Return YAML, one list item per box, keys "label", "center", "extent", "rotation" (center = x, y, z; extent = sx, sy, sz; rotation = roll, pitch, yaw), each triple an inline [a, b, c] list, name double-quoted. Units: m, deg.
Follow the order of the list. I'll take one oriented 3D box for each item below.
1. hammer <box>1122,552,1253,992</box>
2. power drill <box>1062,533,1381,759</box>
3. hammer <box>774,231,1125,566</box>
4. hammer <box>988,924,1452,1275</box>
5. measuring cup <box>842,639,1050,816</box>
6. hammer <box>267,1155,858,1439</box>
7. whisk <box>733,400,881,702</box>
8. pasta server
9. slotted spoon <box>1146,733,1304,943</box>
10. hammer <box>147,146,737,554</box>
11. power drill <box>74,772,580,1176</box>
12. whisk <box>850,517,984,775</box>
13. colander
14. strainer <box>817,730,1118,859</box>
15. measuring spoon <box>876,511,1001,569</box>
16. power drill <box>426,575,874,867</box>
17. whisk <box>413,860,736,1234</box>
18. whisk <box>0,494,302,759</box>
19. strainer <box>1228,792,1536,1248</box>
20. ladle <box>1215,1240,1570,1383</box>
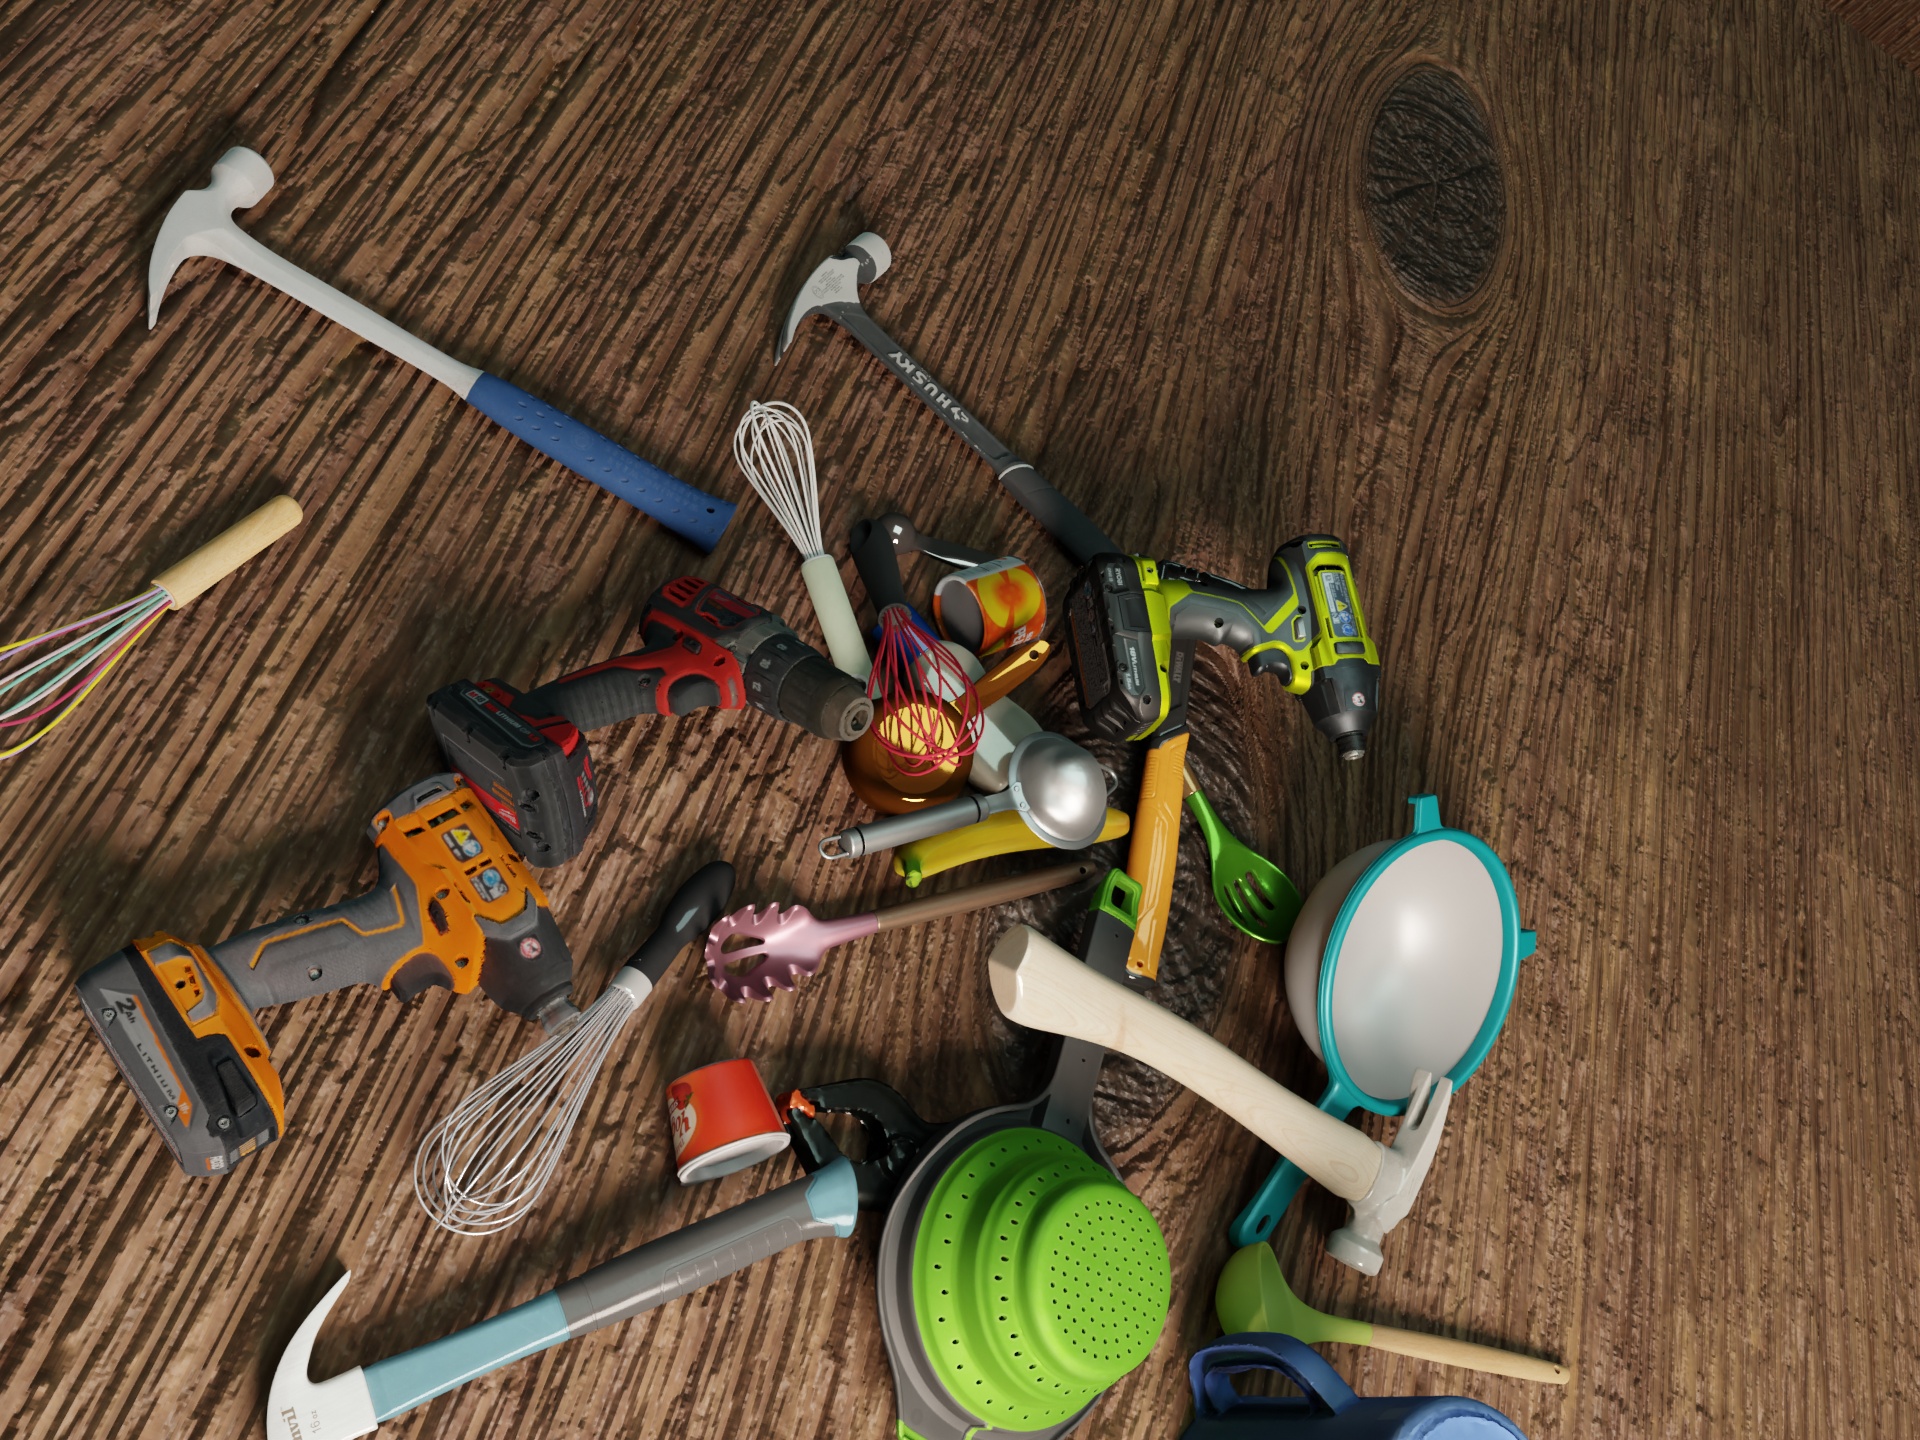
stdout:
- label: "hammer"
  center: [0.159, 0.039, 1.185]
  extent: [0.127, 0.034, 0.337]
  rotation: [16, 67, -9]
- label: "power drill"
  center: [0.199, -0.050, 1.170]
  extent: [0.223, 0.080, 0.171]
  rotation: [-2, 70, -18]
- label: "hammer"
  center: [0.027, -0.207, 1.260]
  extent: [0.409, 0.036, 0.149]
  rotation: [43, 55, -4]
- label: "hammer"
  center: [0.173, 0.220, 1.007]
  extent: [0.410, 0.038, 0.146]
  rotation: [36, 76, -33]
- label: "measuring cup"
  center: [-0.002, -0.003, 1.092]
  extent: [0.173, 0.052, 0.095]
  rotation: [-38, 92, -9]
- label: "hammer"
  center: [-0.203, 0.318, 0.864]
  extent: [0.331, 0.033, 0.128]
  rotation: [-16, 74, -27]
- label: "whisk"
  center: [-0.106, -0.120, 1.142]
  extent: [0.058, 0.059, 0.246]
  rotation: [-22, 79, 10]
- label: "pasta server"
  center: [-0.031, 0.129, 1.063]
  extent: [0.316, 0.040, 0.060]
  rotation: [-10, 86, -33]
- label: "slotted spoon"
  center: [0.168, 0.034, 1.224]
  extent: [0.070, 0.031, 0.314]
  rotation: [-21, 76, -32]
- label: "hammer"
  center: [-0.340, -0.226, 1.070]
  extent: [0.405, 0.035, 0.144]
  rotation: [30, 56, -13]
- label: "power drill"
  center: [-0.326, 0.144, 0.857]
  extent: [0.226, 0.084, 0.164]
  rotation: [-32, 78, -33]
- label: "whisk"
  center: [-0.040, -0.059, 1.072]
  extent: [0.073, 0.073, 0.296]
  rotation: [13, 31, -23]
- label: "colander"
  center: [0.080, 0.265, 0.990]
  extent: [0.204, 0.094, 0.397]
  rotation: [34, 57, -26]
- label: "strainer"
  center: [0.018, 0.057, 1.053]
  extent: [0.258, 0.050, 0.087]
  rotation: [-13, 76, -34]
- label: "measuring spoon"
  center: [-0.007, -0.132, 1.214]
  extent: [0.124, 0.018, 0.034]
  rotation: [16, 60, -22]
- label: "power drill"
  center: [-0.184, -0.002, 0.974]
  extent: [0.188, 0.080, 0.227]
  rotation: [29, 45, 34]
- label: "whisk"
  center: [-0.212, 0.180, 0.930]
  extent: [0.070, 0.070, 0.285]
  rotation: [41, 49, -5]
- label: "whisk"
  center: [-0.477, -0.063, 0.914]
  extent: [0.047, 0.051, 0.245]
  rotation: [39, 51, 0]
- label: "strainer"
  center: [0.271, 0.224, 1.155]
  extent: [0.340, 0.095, 0.210]
  rotation: [-52, 122, -14]
- label: "ladle"
  center: [0.308, 0.423, 1.093]
  extent: [0.320, 0.062, 0.078]
  rotation: [20, 49, -22]
